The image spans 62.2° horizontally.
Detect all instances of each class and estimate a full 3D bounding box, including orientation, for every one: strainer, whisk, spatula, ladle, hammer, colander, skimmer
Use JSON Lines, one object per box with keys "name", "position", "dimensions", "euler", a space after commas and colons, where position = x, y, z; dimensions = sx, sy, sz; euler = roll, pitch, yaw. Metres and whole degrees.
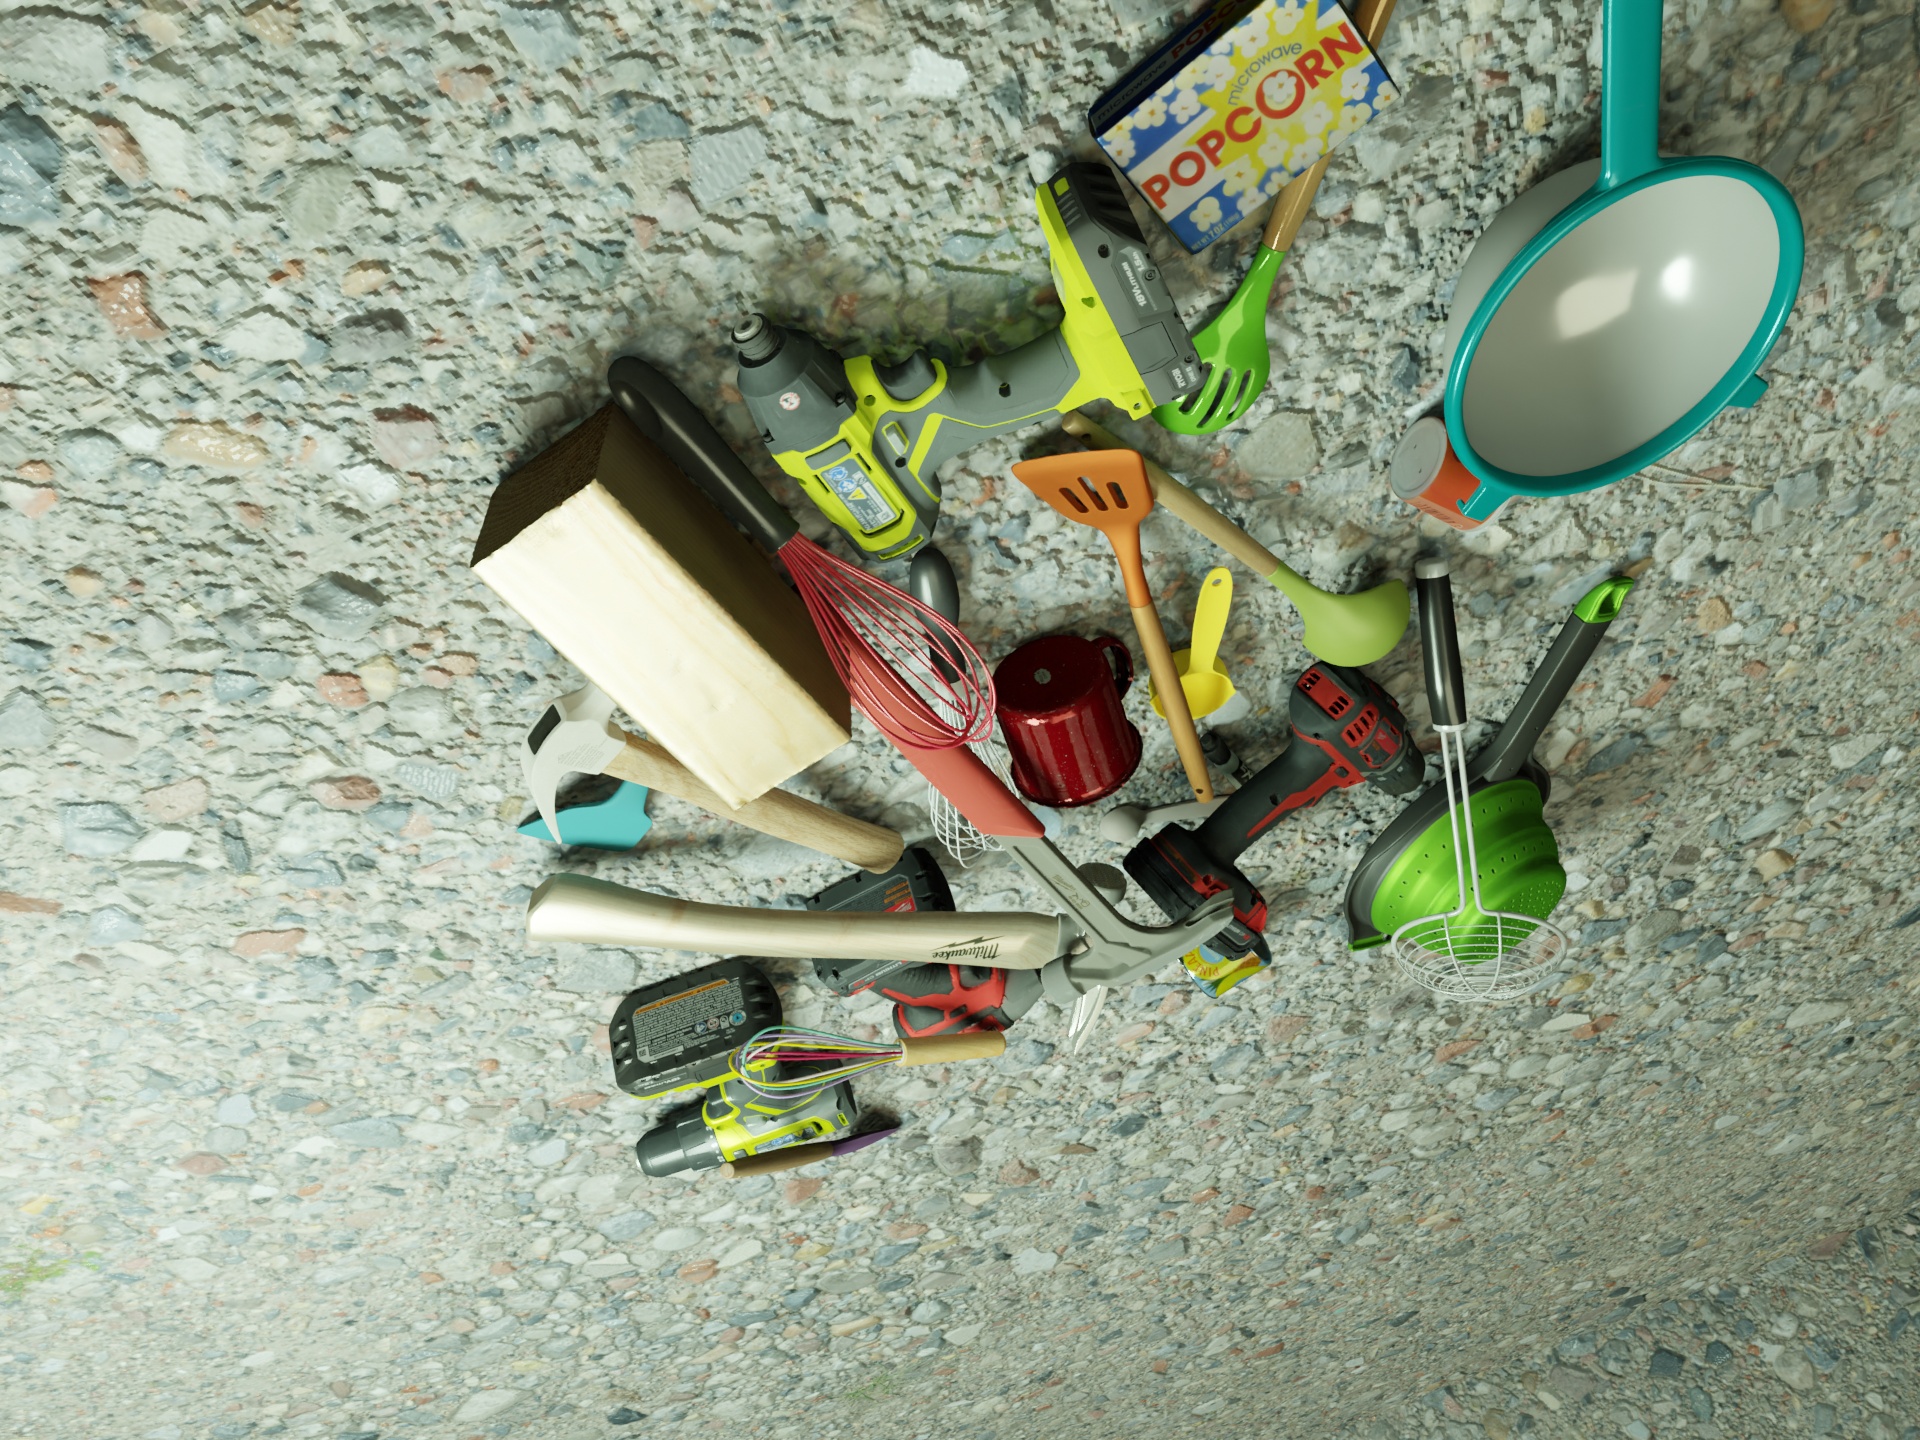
{"name": "strainer", "position": [0.336, -0.276, 0.855], "dimensions": [0.211, 0.095, 0.340], "euler": [-23, 137, 1]}
{"name": "whisk", "position": [-0.067, 0.255, 1.227], "dimensions": [0.244, 0.051, 0.047], "euler": [3, 174, -36]}
{"name": "spatula", "position": [-0.185, -0.014, 1.007], "dimensions": [0.082, 0.044, 0.317], "euler": [15, 125, -32]}
{"name": "ladle", "position": [0.179, -0.119, 1.018], "dimensions": [0.319, 0.062, 0.078], "euler": [29, 129, -33]}
{"name": "spatula", "position": [-0.129, 0.372, 1.368], "dimensions": [0.060, 0.018, 0.315], "euler": [-27, 163, 13]}
{"name": "whisk", "position": [-0.002, -0.003, 1.062], "dimensions": [0.070, 0.070, 0.284], "euler": [-15, 135, -4]}
{"name": "hammer", "position": [-0.094, 0.158, 1.119], "dimensions": [0.410, 0.038, 0.146], "euler": [4, 115, -8]}
{"name": "hammer", "position": [0.018, 0.042, 1.021], "dimensions": [0.149, 0.037, 0.358], "euler": [-32, 114, 26]}
{"name": "colander", "position": [0.443, 0.069, 1.248], "dimensions": [0.204, 0.095, 0.396], "euler": [-10, 135, -32]}
{"name": "skimmer", "position": [0.366, 0.051, 1.168], "dimensions": [0.127, 0.090, 0.363], "euler": [-5, 108, 21]}
{"name": "whisk", "position": [-0.084, -0.086, 0.875], "dimensions": [0.073, 0.073, 0.295], "euler": [-36, 112, 19]}
{"name": "hammer", "position": [-0.149, 0.052, 1.046], "dimensions": [0.130, 0.031, 0.331], "euler": [-45, 143, 14]}
{"name": "spatula", "position": [0.120, -0.053, 1.028], "dimensions": [0.081, 0.041, 0.322], "euler": [-3, 133, 25]}

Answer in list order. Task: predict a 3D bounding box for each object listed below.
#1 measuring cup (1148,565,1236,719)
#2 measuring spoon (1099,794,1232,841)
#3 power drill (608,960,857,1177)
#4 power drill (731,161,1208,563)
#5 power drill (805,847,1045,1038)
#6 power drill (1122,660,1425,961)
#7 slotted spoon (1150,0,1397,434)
{"name": "measuring cup", "position": [0.160, -0.057, 1.071], "dimensions": [0.062, 0.029, 0.156], "euler": [-7, 142, -7]}
{"name": "measuring spoon", "position": [0.169, 0.076, 1.238], "dimensions": [0.124, 0.018, 0.034], "euler": [-9, 138, -12]}
{"name": "power drill", "position": [-0.202, 0.300, 1.305], "dimensions": [0.190, 0.080, 0.228], "euler": [-19, 142, -1]}
{"name": "power drill", "position": [0.002, -0.189, 0.842], "dimensions": [0.223, 0.080, 0.171], "euler": [-25, 140, 13]}
{"name": "power drill", "position": [-0.017, 0.194, 1.258], "dimensions": [0.143, 0.079, 0.219], "euler": [-27, 141, 10]}
{"name": "power drill", "position": [0.249, 0.071, 1.194], "dimensions": [0.226, 0.080, 0.187], "euler": [-48, 141, 7]}
{"name": "slotted spoon", "position": [0.175, -0.277, 0.846], "dimensions": [0.070, 0.031, 0.313], "euler": [3, 134, -19]}
